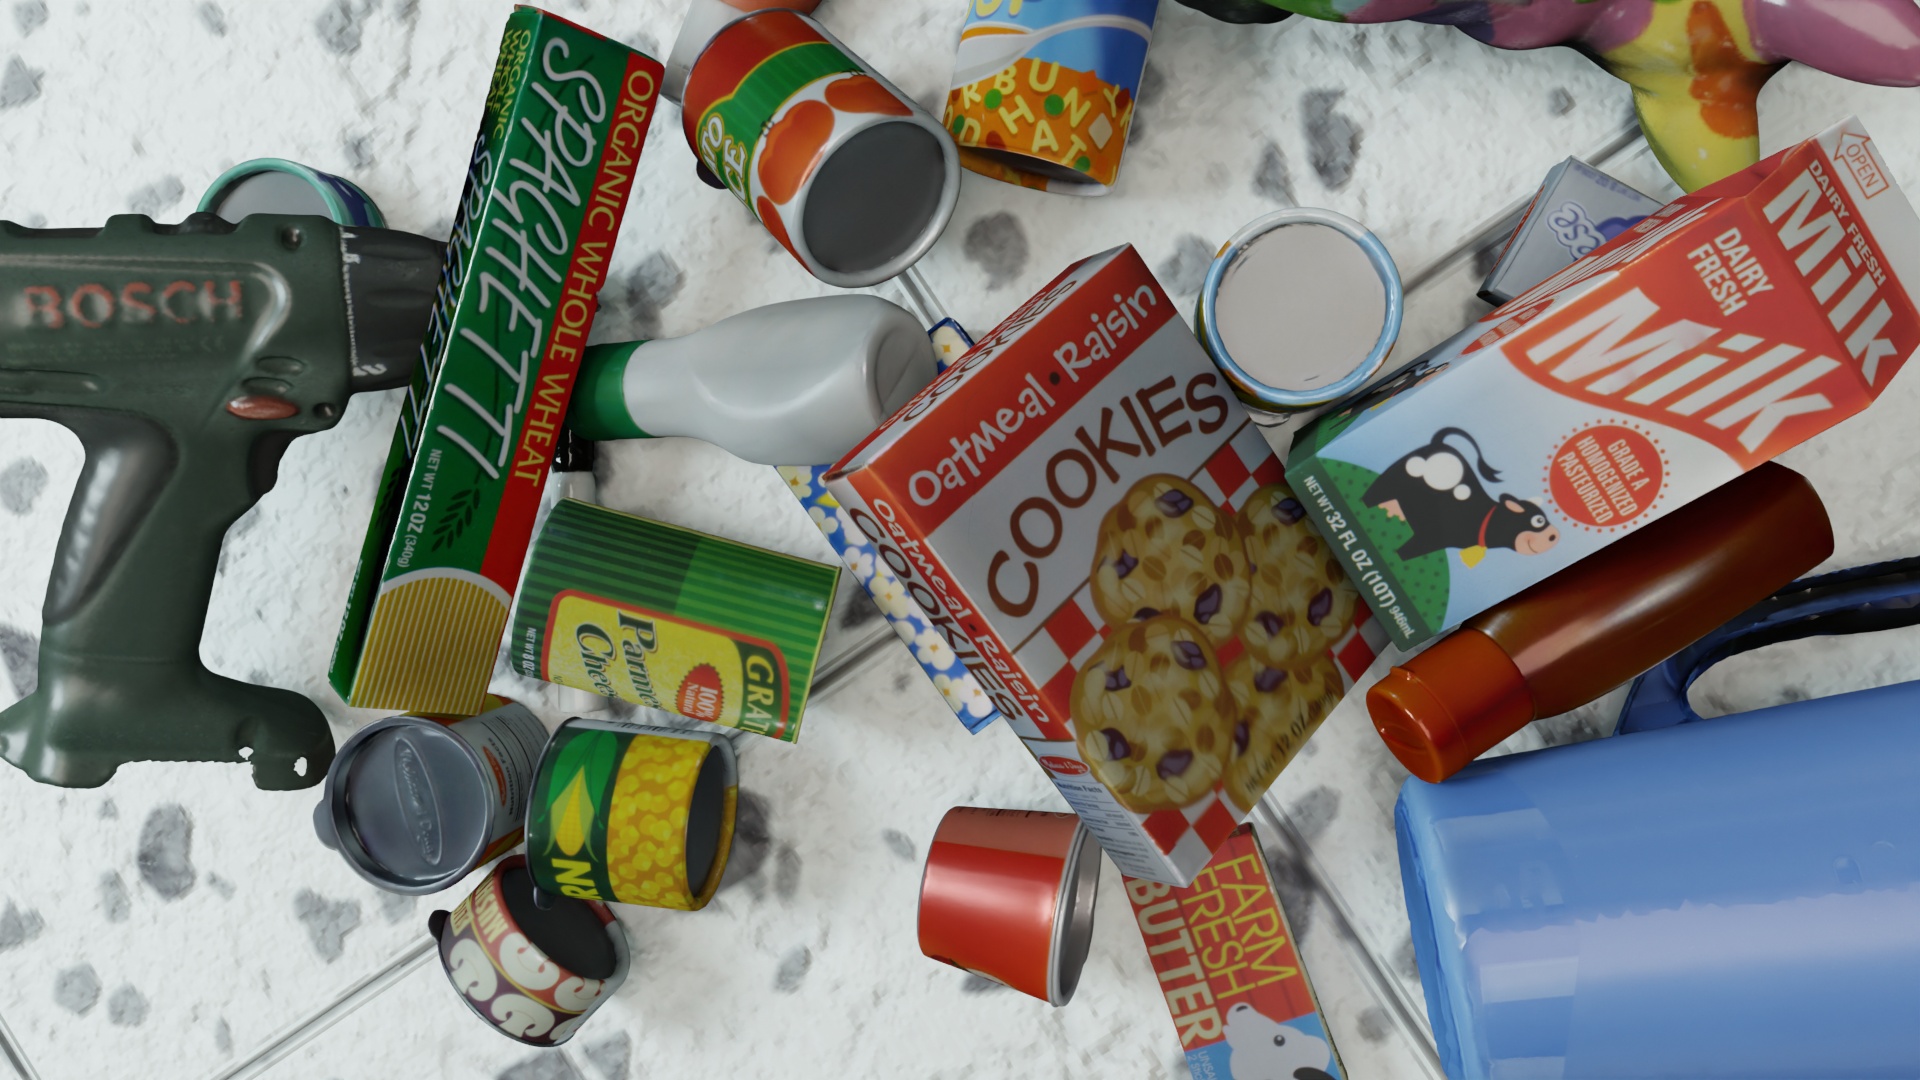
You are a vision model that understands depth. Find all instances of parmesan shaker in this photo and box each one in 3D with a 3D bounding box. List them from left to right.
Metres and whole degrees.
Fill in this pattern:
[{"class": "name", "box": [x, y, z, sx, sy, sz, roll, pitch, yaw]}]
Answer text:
[{"class": "parmesan shaker", "box": [-0.101, 0.031, 0.501, 0.103, 0.071, 0.071, 14, 94, -4]}]

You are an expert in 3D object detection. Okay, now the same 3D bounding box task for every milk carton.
[{"class": "milk carton", "box": [0.204, -0.049, 0.439, 0.190, 0.074, 0.072, -32, 94, 20]}]

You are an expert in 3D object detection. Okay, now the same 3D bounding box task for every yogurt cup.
[{"class": "yogurt cup", "box": [0.018, 0.127, 0.498, 0.054, 0.072, 0.072, 8, 93, 16]}]

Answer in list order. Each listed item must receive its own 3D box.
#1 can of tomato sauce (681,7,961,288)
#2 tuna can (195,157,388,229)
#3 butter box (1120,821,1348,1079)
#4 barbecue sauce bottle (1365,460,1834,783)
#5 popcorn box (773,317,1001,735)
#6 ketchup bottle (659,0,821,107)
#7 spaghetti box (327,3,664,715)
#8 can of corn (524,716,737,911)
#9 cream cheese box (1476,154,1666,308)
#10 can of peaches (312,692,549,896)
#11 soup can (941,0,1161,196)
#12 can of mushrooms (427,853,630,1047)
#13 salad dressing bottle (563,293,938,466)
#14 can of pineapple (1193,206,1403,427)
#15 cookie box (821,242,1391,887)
[{"class": "can of tomato sauce", "box": [-0.050, -0.134, 0.480, 0.071, 0.071, 0.083, -47, 54, 7]}, {"class": "tuna can", "box": [-0.263, -0.117, 0.544, 0.071, 0.033, 0.071, 0, 92, 8]}, {"class": "butter box", "box": [0.099, 0.159, 0.507, 0.053, 0.024, 0.103, -21, 89, 7]}, {"class": "barbecue sauce bottle", "box": [0.202, 0.025, 0.450, 0.149, 0.065, 0.043, -30, 100, -9]}, {"class": "popcorn box", "box": [0.002, -0.006, 0.508, 0.085, 0.038, 0.127, -37, 86, 6]}, {"class": "ketchup bottle", "box": [-0.066, -0.226, 0.508, 0.065, 0.043, 0.148, 25, 95, 7]}, {"class": "spaghetti box", "box": [-0.164, -0.059, 0.490, 0.029, 0.050, 0.249, 25, 100, 47]}, {"class": "can of corn", "box": [-0.120, 0.103, 0.513, 0.058, 0.071, 0.071, 5, 93, 7]}, {"class": "cream cheese box", "box": [0.240, -0.085, 0.479, 0.104, 0.024, 0.053, 29, 97, 6]}, {"class": "can of peaches", "box": [-0.198, 0.095, 0.529, 0.071, 0.058, 0.071, 0, 93, 8]}, {"class": "soup can", "box": [0.030, -0.170, 0.483, 0.071, 0.071, 0.083, 14, 94, 7]}, {"class": "can of mushrooms", "box": [-0.160, 0.151, 0.520, 0.071, 0.071, 0.033, 45, 97, 4]}, {"class": "salad dressing bottle", "box": [-0.080, -0.055, 0.490, 0.147, 0.043, 0.064, 2, 50, 33]}, {"class": "can of pineapple", "box": [0.115, -0.076, 0.480, 0.071, 0.058, 0.071, 0, 92, 8]}, {"class": "cookie box", "box": [0.053, 0.007, 0.453, 0.123, 0.040, 0.167, -43, 103, -25]}]
